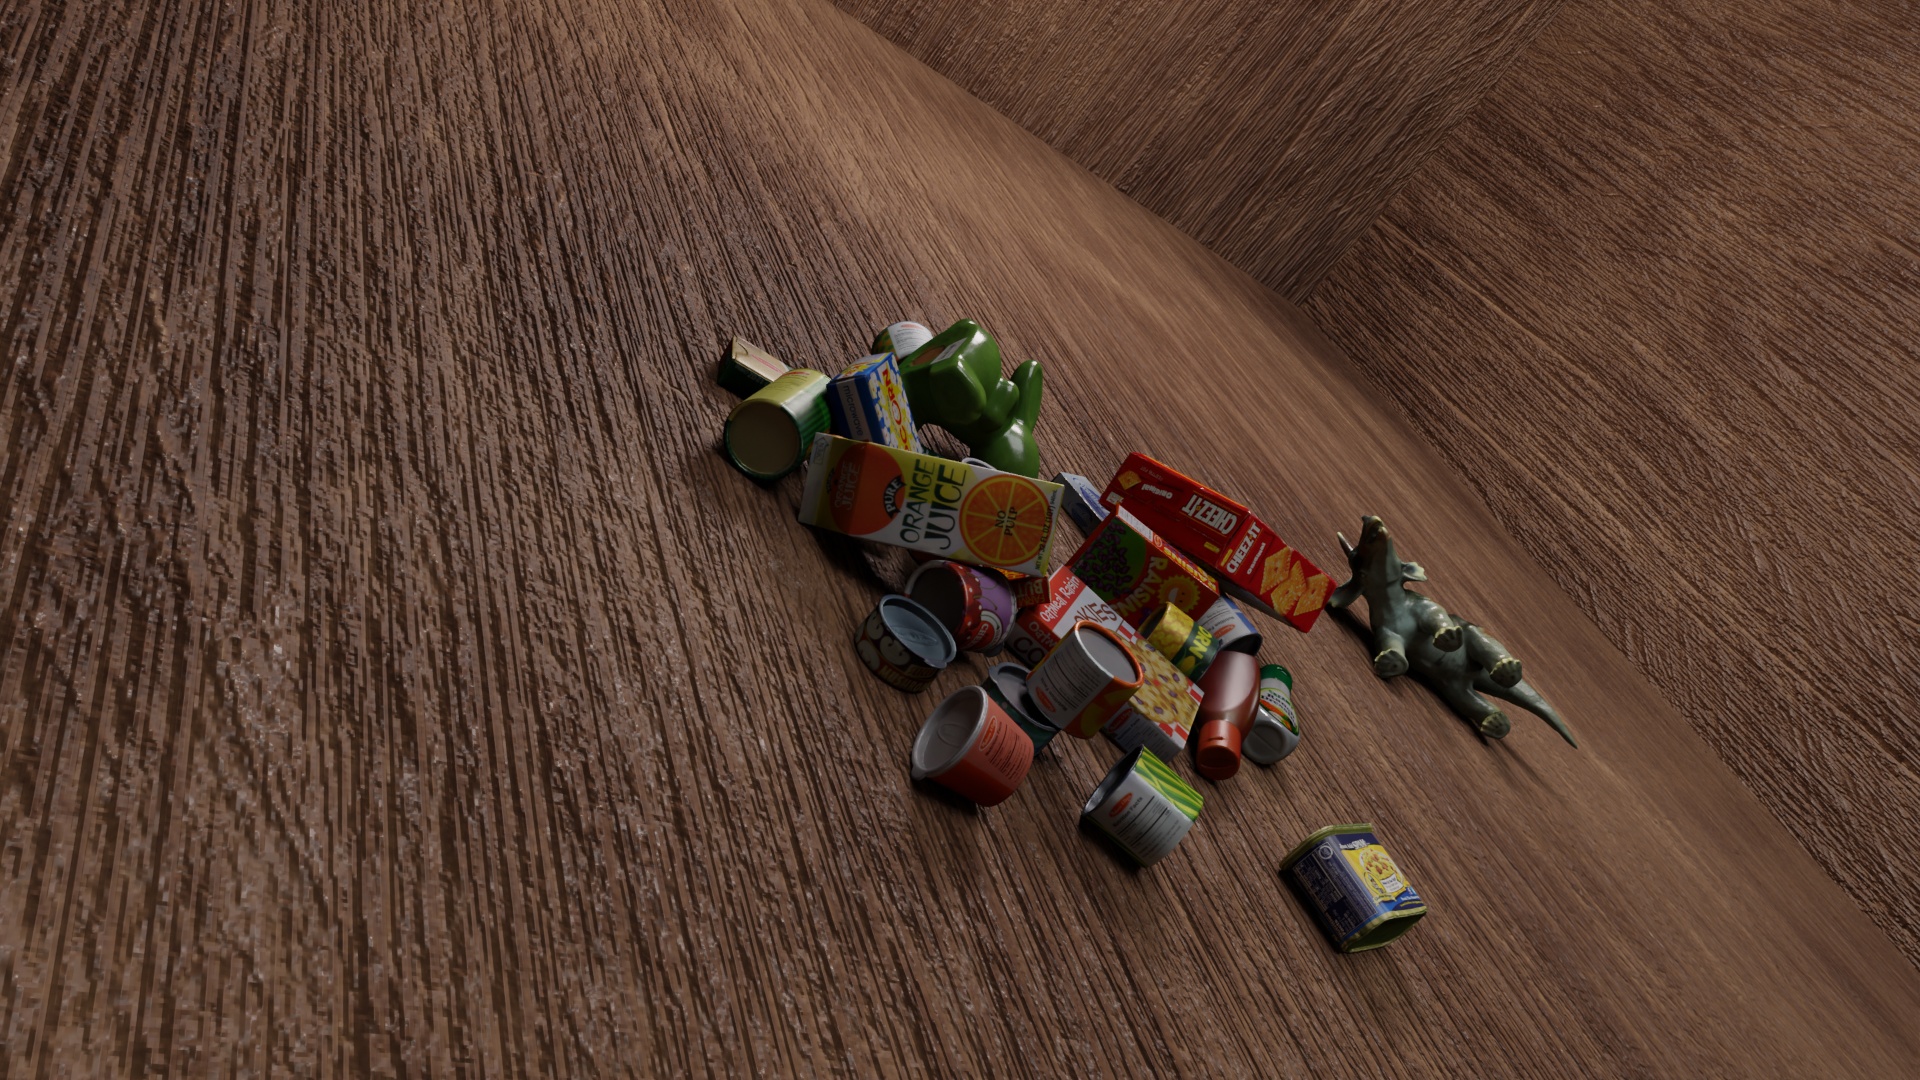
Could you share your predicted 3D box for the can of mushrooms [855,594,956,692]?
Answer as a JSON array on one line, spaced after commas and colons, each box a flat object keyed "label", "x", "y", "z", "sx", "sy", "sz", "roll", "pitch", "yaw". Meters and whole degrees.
[{"label": "can of mushrooms", "x": -0.038, "y": 0.074, "z": 0.976, "sx": 0.071, "sy": 0.033, "sz": 0.071, "roll": 33, "pitch": 23, "yaw": -16}]

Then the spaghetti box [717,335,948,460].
[{"label": "spaghetti box", "x": -0.096, "y": -0.096, "z": 1.207, "sx": 0.250, "sy": 0.028, "sz": 0.050, "roll": 30, "pitch": 24, "yaw": -22}]

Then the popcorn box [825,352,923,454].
[{"label": "popcorn box", "x": -0.064, "y": -0.083, "z": 1.135, "sx": 0.085, "sy": 0.038, "sz": 0.126, "roll": -60, "pitch": 136, "yaw": -68}]

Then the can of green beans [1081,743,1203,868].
[{"label": "can of green beans", "x": 0.129, "y": 0.187, "z": 0.978, "sx": 0.058, "sy": 0.071, "sz": 0.071, "roll": 41, "pitch": 22, "yaw": 2}]

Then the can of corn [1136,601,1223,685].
[{"label": "can of corn", "x": 0.189, "y": 0.095, "z": 1.234, "sx": 0.058, "sy": 0.071, "sz": 0.071, "roll": 38, "pitch": 22, "yaw": -3}]

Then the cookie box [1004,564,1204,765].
[{"label": "cookie box", "x": 0.119, "y": 0.104, "z": 1.152, "sx": 0.167, "sy": 0.040, "sz": 0.123, "roll": 42, "pitch": 23, "yaw": 3}]

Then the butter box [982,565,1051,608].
[{"label": "butter box", "x": 0.045, "y": 0.031, "z": 1.133, "sx": 0.104, "sy": 0.053, "sz": 0.024, "roll": -86, "pitch": 167, "yaw": -77}]

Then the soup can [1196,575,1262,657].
[{"label": "soup can", "x": 0.241, "y": 0.084, "z": 1.344, "sx": 0.071, "sy": 0.071, "sz": 0.084, "roll": 13, "pitch": 34, "yaw": -48}]

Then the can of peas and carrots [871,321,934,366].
[{"label": "can of peas and carrots", "x": -0.051, "y": -0.172, "z": 1.374, "sx": 0.071, "sy": 0.070, "sz": 0.059, "roll": 25, "pitch": 27, "yaw": -32}]

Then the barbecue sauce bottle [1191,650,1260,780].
[{"label": "barbecue sauce bottle", "x": 0.228, "y": 0.151, "z": 1.211, "sx": 0.149, "sy": 0.065, "sz": 0.043, "roll": -64, "pitch": 147, "yaw": -61}]

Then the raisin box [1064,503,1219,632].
[{"label": "raisin box", "x": 0.165, "y": 0.039, "z": 1.282, "sx": 0.123, "sy": 0.086, "sz": 0.040, "roll": 37, "pitch": 18, "yaw": -5}]

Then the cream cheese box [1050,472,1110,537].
[{"label": "cream cheese box", "x": 0.140, "y": -0.026, "z": 1.444, "sx": 0.053, "sy": 0.024, "sz": 0.104, "roll": 6, "pitch": 40, "yaw": -55}]

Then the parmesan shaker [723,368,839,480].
[{"label": "parmesan shaker", "x": -0.140, "y": -0.091, "z": 1.090, "sx": 0.071, "sy": 0.071, "sz": 0.103, "roll": 39, "pitch": 23, "yaw": -2}]

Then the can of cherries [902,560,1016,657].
[{"label": "can of cherries", "x": 0.000, "y": 0.052, "z": 1.033, "sx": 0.058, "sy": 0.071, "sz": 0.072, "roll": 11, "pitch": 36, "yaw": -49}]

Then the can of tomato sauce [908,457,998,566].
[{"label": "can of tomato sauce", "x": 0.004, "y": -0.014, "z": 1.138, "sx": 0.071, "sy": 0.082, "sz": 0.071, "roll": 33, "pitch": 24, "yaw": -16}]

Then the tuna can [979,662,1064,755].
[{"label": "tuna can", "x": 0.040, "y": 0.122, "z": 1.006, "sx": 0.071, "sy": 0.032, "sz": 0.071, "roll": 33, "pitch": 23, "yaw": -16}]

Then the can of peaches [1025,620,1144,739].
[{"label": "can of peaches", "x": 0.091, "y": 0.100, "z": 1.006, "sx": 0.071, "sy": 0.058, "sz": 0.071, "roll": 33, "pitch": 24, "yaw": -16}]

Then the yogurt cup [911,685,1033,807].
[{"label": "yogurt cup", "x": 0.010, "y": 0.136, "z": 0.899, "sx": 0.054, "sy": 0.072, "sz": 0.073, "roll": 39, "pitch": 21, "yaw": -22}]

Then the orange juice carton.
[{"label": "orange juice carton", "x": -0.023, "y": -0.028, "z": 1.053, "sx": 0.193, "sy": 0.071, "sz": 0.073, "roll": 12, "pitch": 2, "yaw": -1}]

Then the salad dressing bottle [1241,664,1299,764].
[{"label": "salad dressing bottle", "x": 0.290, "y": 0.159, "z": 1.305, "sx": 0.064, "sy": 0.044, "sz": 0.148, "roll": 39, "pitch": 22, "yaw": 2}]
